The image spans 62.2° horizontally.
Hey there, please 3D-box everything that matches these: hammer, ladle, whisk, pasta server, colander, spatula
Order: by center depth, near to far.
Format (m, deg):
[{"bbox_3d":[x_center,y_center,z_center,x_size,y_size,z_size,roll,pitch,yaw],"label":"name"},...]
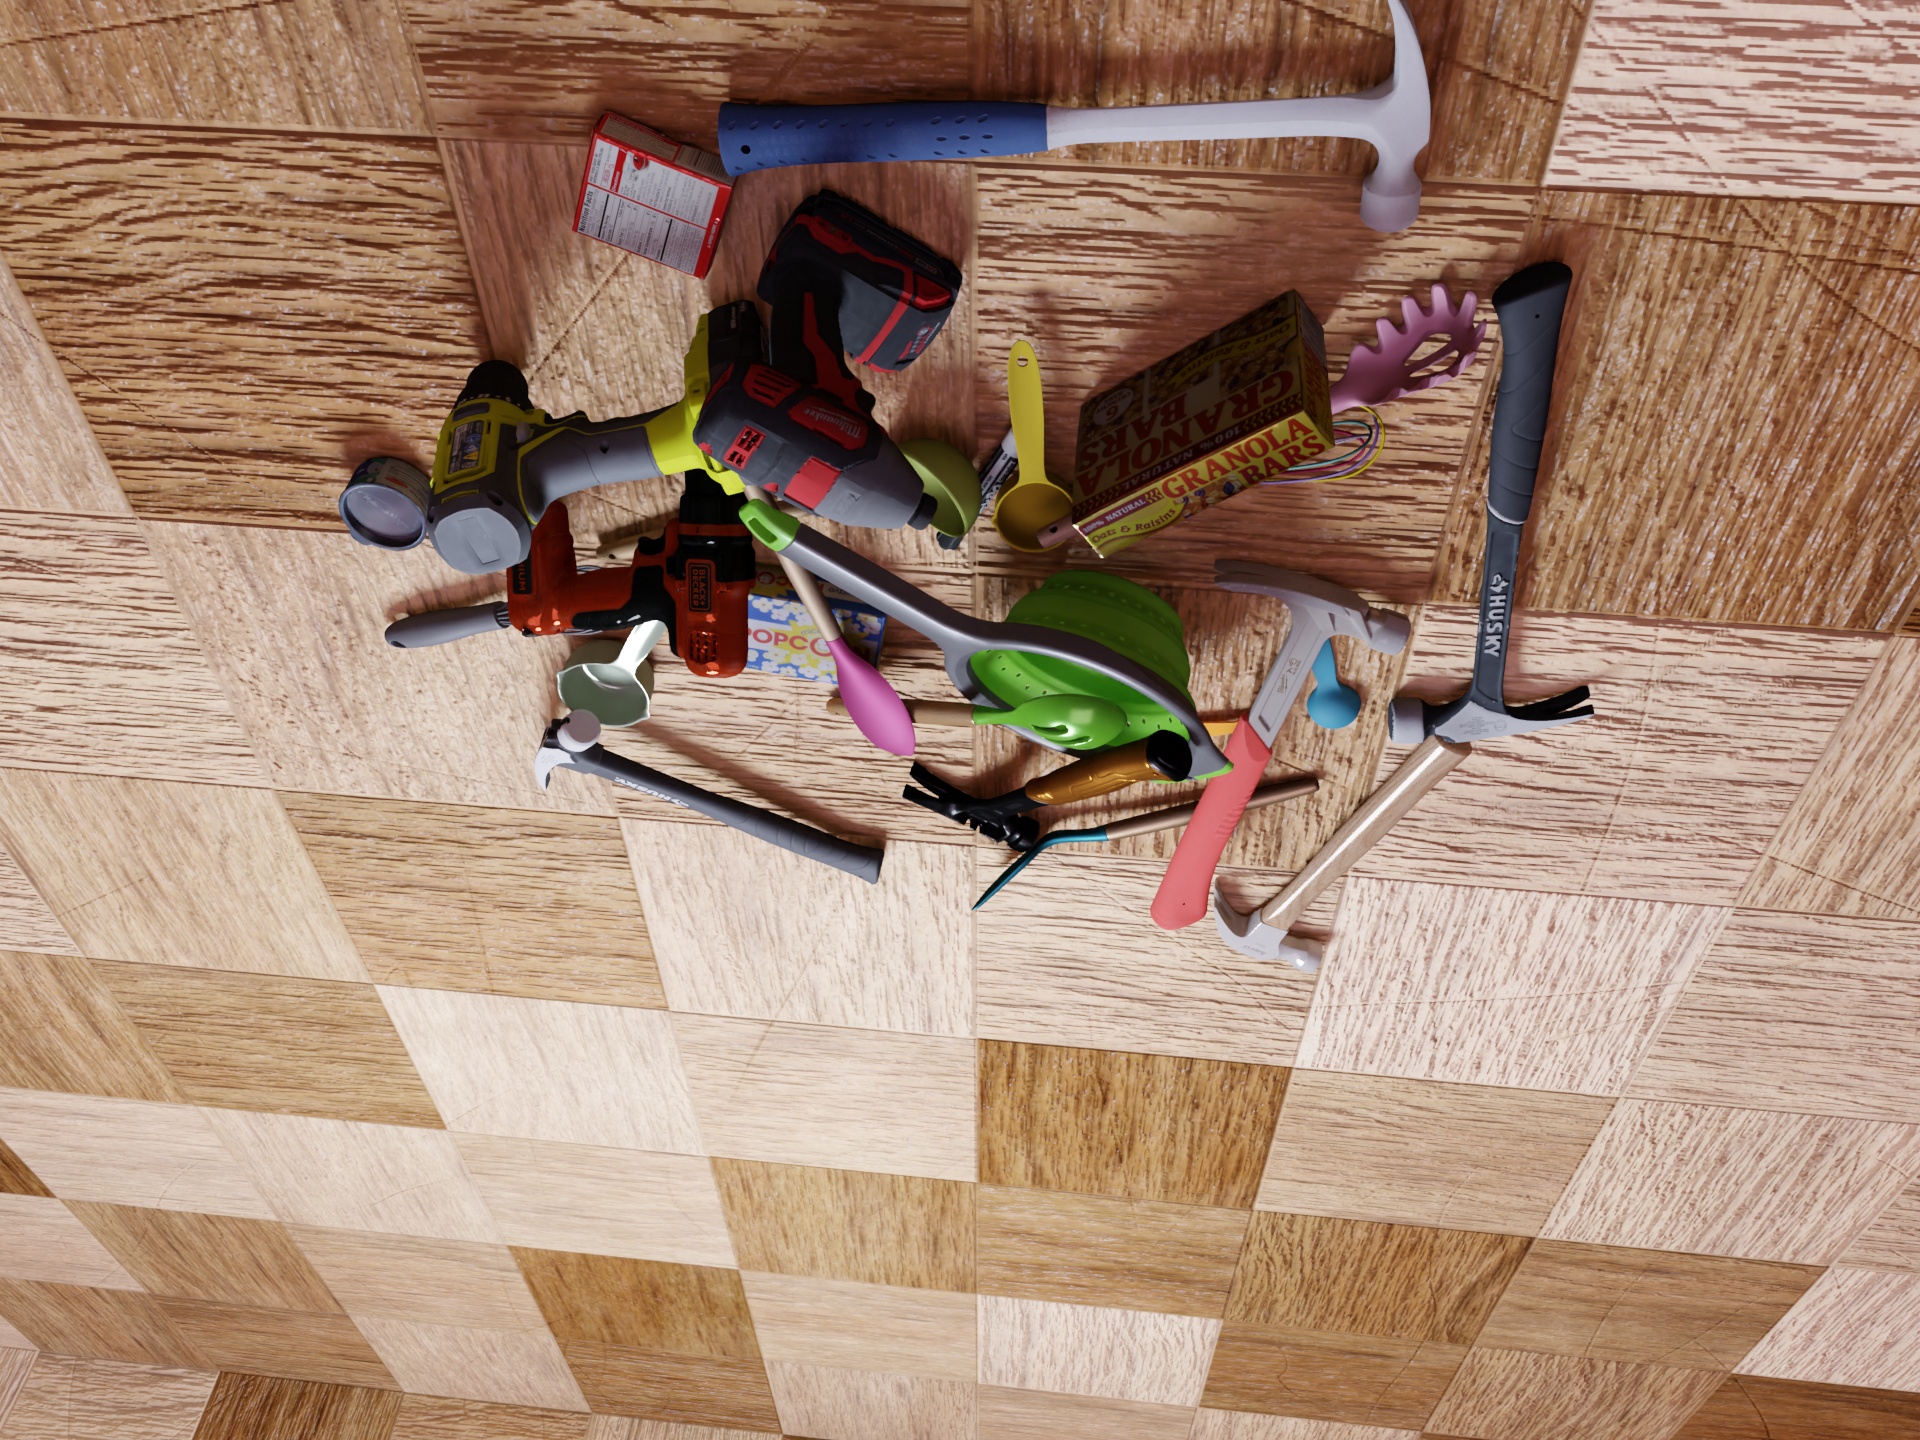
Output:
[{"bbox_3d":[0.061,-0.346,0.909,0.405,0.035,0.143,1,138,8],"label":"hammer"},{"bbox_3d":[0.187,-0.185,1.029,0.316,0.060,0.040,-24,158,21],"label":"pasta server"},{"bbox_3d":[0.167,-0.166,1.085,0.245,0.051,0.047,-12,140,25],"label":"whisk"},{"bbox_3d":[0.380,-0.129,1.095,0.149,0.036,0.408,-2,137,10],"label":"hammer"},{"bbox_3d":[0.031,-0.083,1.134,0.396,0.094,0.204,29,161,-21],"label":"colander"},{"bbox_3d":[-0.133,-0.143,1.150,0.320,0.062,0.078,-10,135,23],"label":"ladle"},{"bbox_3d":[0.071,0.048,1.242,0.127,0.034,0.337,26,160,-18],"label":"hammer"},{"bbox_3d":[0.213,0.035,1.262,0.149,0.037,0.358,16,130,-3],"label":"hammer"},{"bbox_3d":[-0.363,-0.083,1.263,0.239,0.055,0.055,-8,136,24],"label":"whisk"},{"bbox_3d":[0.327,0.112,1.370,0.130,0.031,0.331,19,137,-12],"label":"hammer"},{"bbox_3d":[0.156,0.101,1.374,0.317,0.082,0.044,-15,98,19],"label":"spatula"},{"bbox_3d":[-0.214,0.078,1.402,0.334,0.035,0.146,23,155,-23],"label":"hammer"}]

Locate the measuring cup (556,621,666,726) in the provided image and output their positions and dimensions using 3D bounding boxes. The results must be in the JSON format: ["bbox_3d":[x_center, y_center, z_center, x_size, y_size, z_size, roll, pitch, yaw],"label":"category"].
[{"bbox_3d":[-0.265,-0.058,1.278,0.083,0.038,0.167,27,133,-19],"label":"measuring cup"}]

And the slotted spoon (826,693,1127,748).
[{"bbox_3d":[-0.002,-0.004,1.205,0.314,0.031,0.070,4,158,48],"label":"slotted spoon"}]

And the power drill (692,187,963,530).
[{"bbox_3d":[-0.068,-0.206,0.945,0.143,0.220,0.078,27,135,-19],"label":"power drill"}]

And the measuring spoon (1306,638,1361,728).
[{"bbox_3d":[0.279,-0.035,1.223,0.042,0.021,0.128,-10,136,19],"label":"measuring spoon"}]

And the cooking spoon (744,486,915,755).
[{"bbox_3d":[-0.104,-0.081,1.168,0.069,0.017,0.318,13,143,36],"label":"cooking spoon"}]

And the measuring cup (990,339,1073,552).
[{"bbox_3d":[0.047,-0.187,1.071,0.062,0.029,0.156,-5,126,3],"label":"measuring cup"}]

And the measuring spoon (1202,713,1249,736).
[{"bbox_3d":[0.187,0.005,1.294,0.117,0.011,0.021,-5,137,20],"label":"measuring spoon"}]

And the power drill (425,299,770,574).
[{"bbox_3d":[-0.231,-0.195,1.035,0.228,0.191,0.080,-15,135,4],"label":"power drill"}]
